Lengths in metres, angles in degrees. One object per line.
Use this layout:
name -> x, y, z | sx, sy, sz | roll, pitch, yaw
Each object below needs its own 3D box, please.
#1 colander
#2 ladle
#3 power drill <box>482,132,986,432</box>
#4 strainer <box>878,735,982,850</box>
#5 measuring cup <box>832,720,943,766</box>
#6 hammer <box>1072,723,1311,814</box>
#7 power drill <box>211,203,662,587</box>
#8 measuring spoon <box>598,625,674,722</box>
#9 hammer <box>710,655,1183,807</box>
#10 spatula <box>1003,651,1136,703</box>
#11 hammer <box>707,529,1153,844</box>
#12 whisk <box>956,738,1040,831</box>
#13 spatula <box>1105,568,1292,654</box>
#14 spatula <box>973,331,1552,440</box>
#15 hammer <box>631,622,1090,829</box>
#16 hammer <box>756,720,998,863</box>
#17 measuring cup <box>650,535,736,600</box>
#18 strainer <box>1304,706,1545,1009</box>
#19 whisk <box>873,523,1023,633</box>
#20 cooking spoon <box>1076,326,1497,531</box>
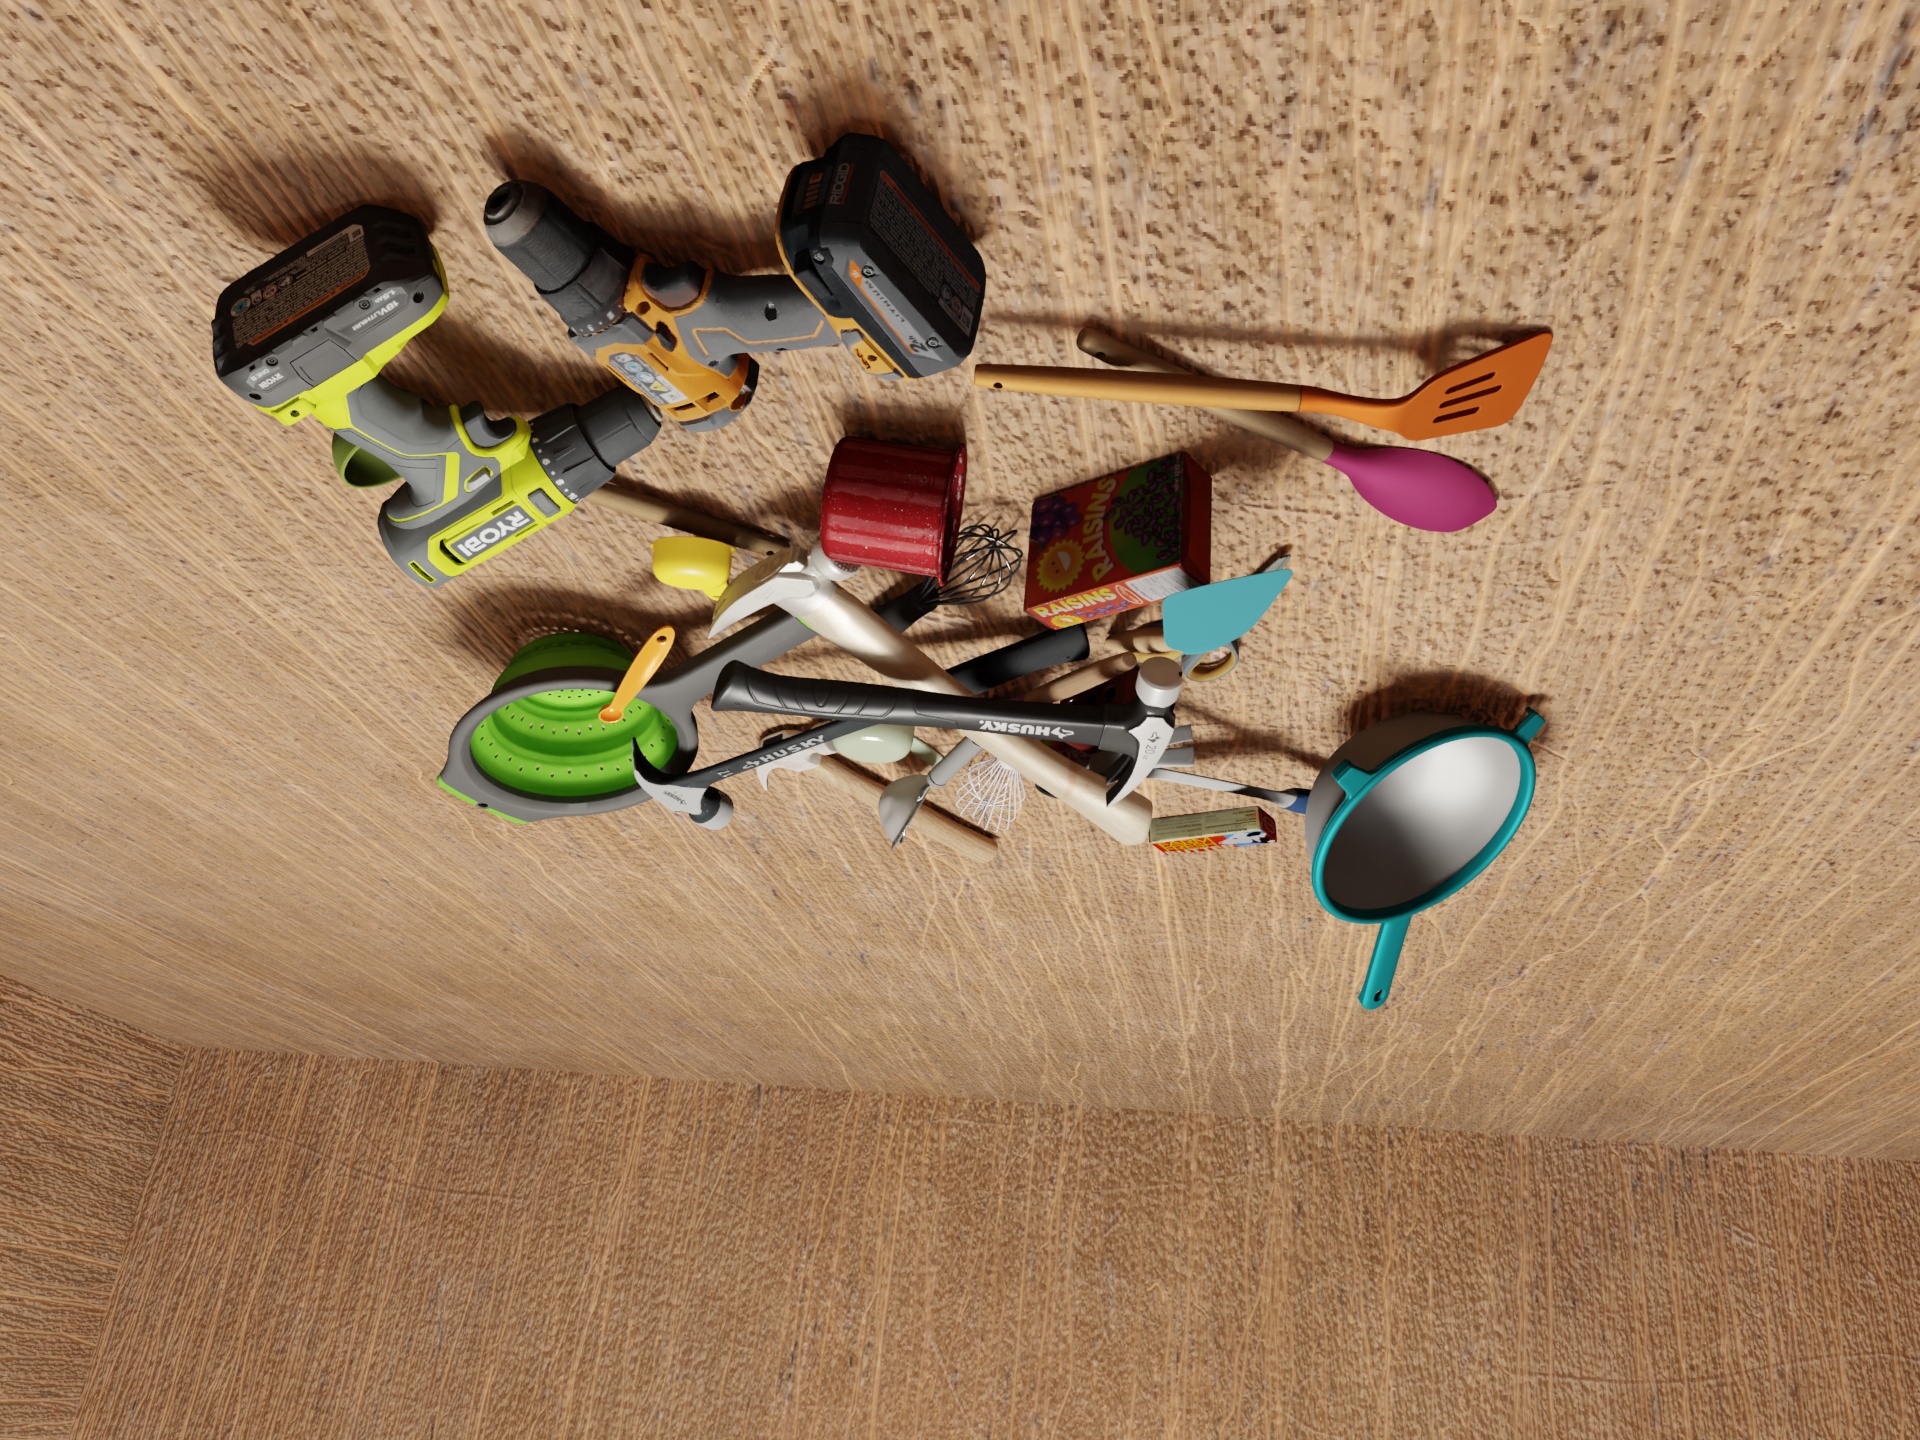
colander -> -0.261, -0.043, 1.325 | 0.397, 0.095, 0.204 | -27, 144, 22
ladle -> -0.266, -0.152, 1.098 | 0.320, 0.062, 0.078 | 15, 146, -26
power drill -> -0.124, -0.238, 0.847 | 0.226, 0.084, 0.185 | -5, 153, 33
strainer -> -0.025, 0.053, 1.452 | 0.050, 0.087, 0.258 | 33, 146, -8
measuring cup -> -0.056, 0.030, 1.474 | 0.083, 0.038, 0.167 | -9, 153, 30
hammer -> 0.286, 0.067, 1.408 | 0.405, 0.035, 0.144 | 12, 158, -32
power drill -> -0.305, -0.191, 0.952 | 0.190, 0.080, 0.228 | -29, 146, 6
measuring spoon -> -0.253, -0.037, 1.243 | 0.021, 0.011, 0.117 | 14, 133, -34
hammer -> -0.015, -0.004, 1.161 | 0.334, 0.035, 0.146 | 6, 142, -2
spatula -> 0.071, -0.020, 1.298 | 0.059, 0.018, 0.316 | 13, 167, -17
hammer -> -0.002, -0.004, 1.225 | 0.146, 0.038, 0.410 | -24, 134, 39
whisk -> 0.040, 0.040, 1.419 | 0.070, 0.070, 0.284 | 8, 161, -5
spatula -> 0.142, -0.067, 1.103 | 0.082, 0.044, 0.317 | -13, -177, -8
spatula -> 0.169, -0.193, 0.911 | 0.322, 0.041, 0.081 | 5, 152, 2
hammer -> -0.082, -0.004, 1.296 | 0.409, 0.036, 0.149 | -20, 152, 19
hammer -> -0.076, 0.082, 1.605 | 0.130, 0.031, 0.331 | -13, 150, 36
measuring cup -> -0.192, -0.102, 1.188 | 0.062, 0.029, 0.156 | 3, 168, 1
strainer -> 0.367, 0.113, 1.379 | 0.211, 0.095, 0.340 | -15, 134, -16
whisk -> -0.025, -0.094, 1.188 | 0.055, 0.055, 0.239 | 18, 158, -24
cooking spoon -> 0.205, -0.175, 0.977 | 0.318, 0.017, 0.068 | 18, 150, -25
